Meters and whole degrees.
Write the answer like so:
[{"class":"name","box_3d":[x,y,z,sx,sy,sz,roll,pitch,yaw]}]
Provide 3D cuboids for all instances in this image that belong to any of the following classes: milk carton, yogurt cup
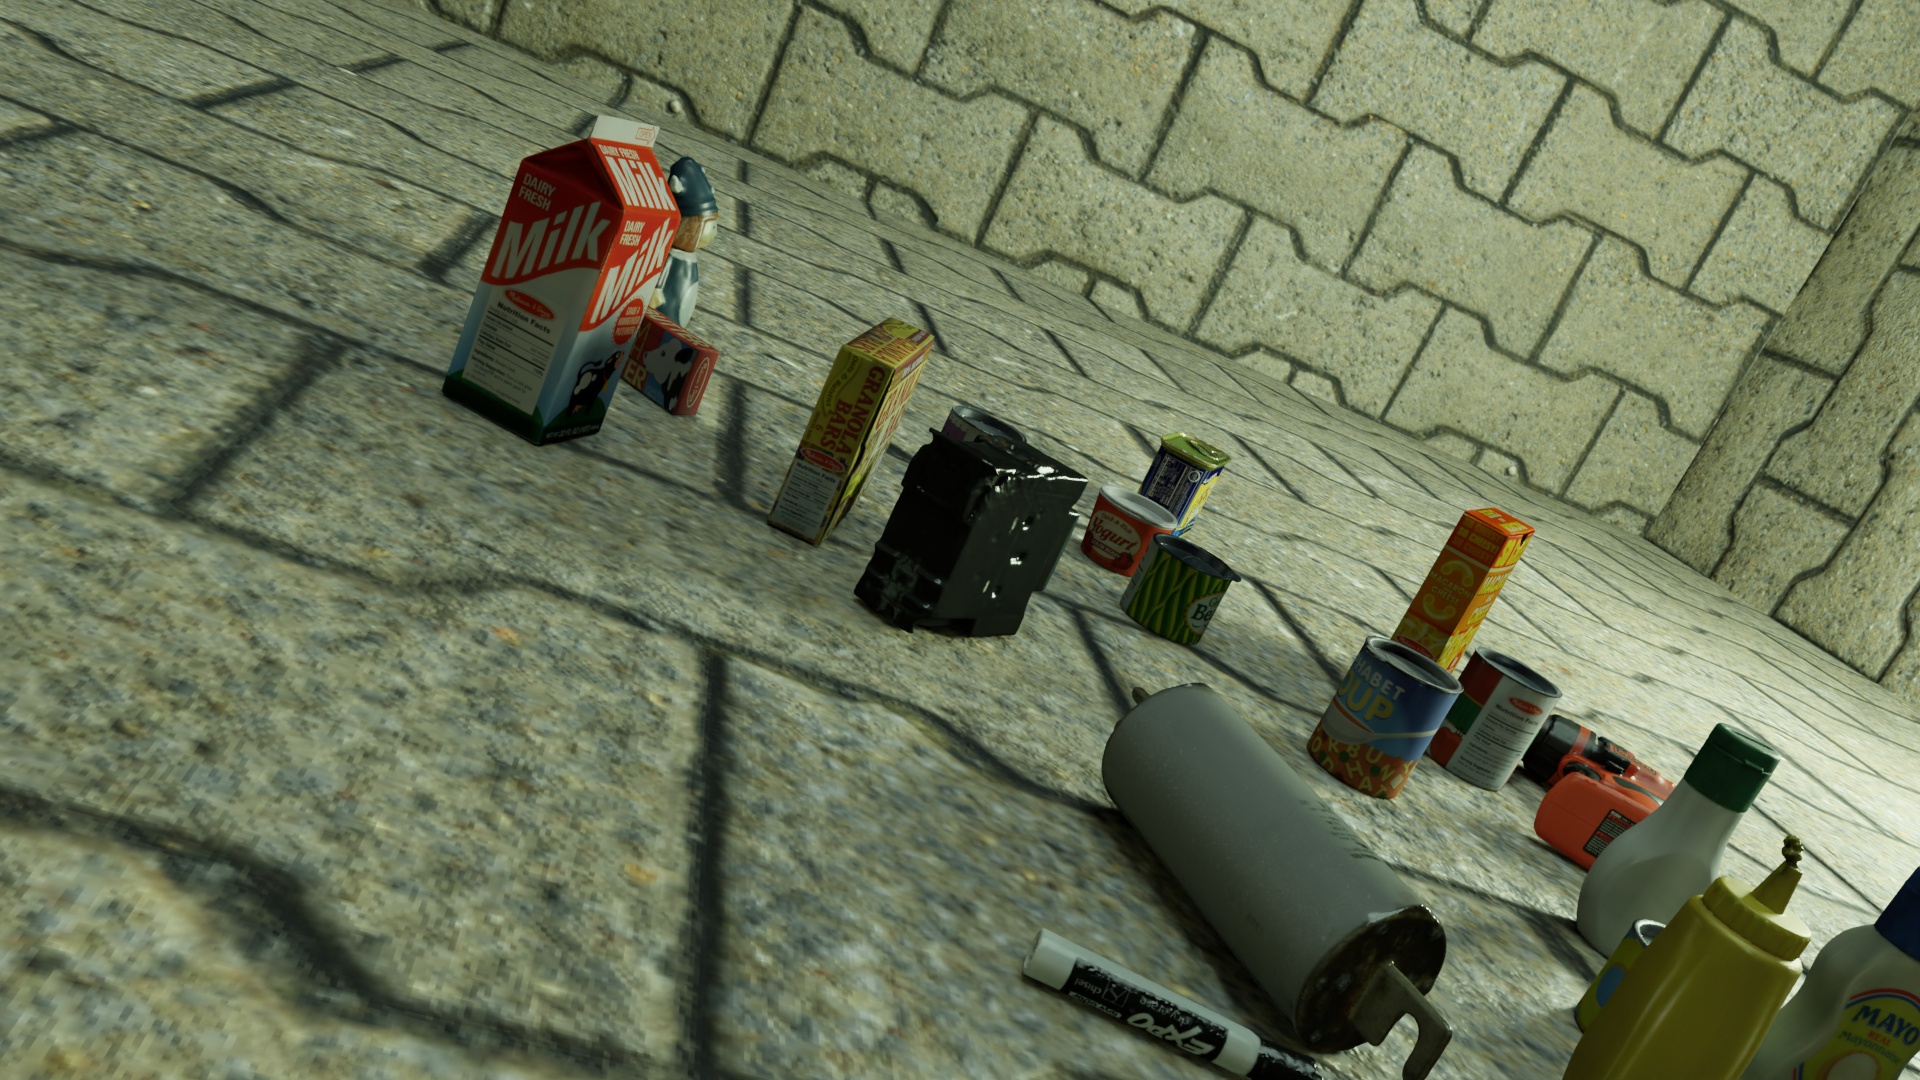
[{"class":"milk carton","box_3d":[-0.230,-0.160,0.826,0.073,0.190,0.072,28,16,9]},{"class":"yogurt cup","box_3d":[0.132,-0.006,1.109,0.072,0.053,0.072,23,17,-7]}]

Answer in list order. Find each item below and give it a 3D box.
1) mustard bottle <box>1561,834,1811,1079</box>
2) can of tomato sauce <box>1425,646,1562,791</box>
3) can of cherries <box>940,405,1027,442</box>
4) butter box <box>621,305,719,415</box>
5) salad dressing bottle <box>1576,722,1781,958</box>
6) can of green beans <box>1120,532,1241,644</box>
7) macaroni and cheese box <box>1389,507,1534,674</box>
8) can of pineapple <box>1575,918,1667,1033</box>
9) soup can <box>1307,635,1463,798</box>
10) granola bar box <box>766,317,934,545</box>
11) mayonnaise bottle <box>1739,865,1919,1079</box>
[{"class":"mustard bottle","box_3d":[0.307,0.191,0.577,0.049,0.159,0.065,29,17,13]},{"class":"can of tomato sauce","box_3d":[0.383,0.128,1.007,0.071,0.082,0.071,23,17,-7]},{"class":"can of cherries","box_3d":[0.012,-0.070,1.123,0.071,0.058,0.072,23,17,-7]},{"class":"butter box","box_3d":[-0.223,-0.136,1.001,0.104,0.053,0.024,34,19,28]},{"class":"salad dressing bottle","box_3d":[0.412,0.175,0.795,0.064,0.147,0.044,26,16,2]},{"class":"can of green beans","box_3d":[0.158,0.035,1.014,0.071,0.057,0.071,23,17,-7]},{"class":"macaroni and cheese box","box_3d":[0.374,0.057,1.066,0.040,0.166,0.124,33,18,25]},{"class":"can of pineapple","box_3d":[0.352,0.233,0.690,0.071,0.057,0.071,23,17,-7]},{"class":"soup can","box_3d":[0.269,0.113,0.892,0.071,0.083,0.071,23,17,-7]},{"class":"granola bar box","box_3d":[-0.068,-0.077,0.919,0.039,0.123,0.166,25,17,0]},{"class":"mayonnaise bottle","box_3d":[0.443,0.228,0.678,0.065,0.147,0.041,26,16,2]}]
